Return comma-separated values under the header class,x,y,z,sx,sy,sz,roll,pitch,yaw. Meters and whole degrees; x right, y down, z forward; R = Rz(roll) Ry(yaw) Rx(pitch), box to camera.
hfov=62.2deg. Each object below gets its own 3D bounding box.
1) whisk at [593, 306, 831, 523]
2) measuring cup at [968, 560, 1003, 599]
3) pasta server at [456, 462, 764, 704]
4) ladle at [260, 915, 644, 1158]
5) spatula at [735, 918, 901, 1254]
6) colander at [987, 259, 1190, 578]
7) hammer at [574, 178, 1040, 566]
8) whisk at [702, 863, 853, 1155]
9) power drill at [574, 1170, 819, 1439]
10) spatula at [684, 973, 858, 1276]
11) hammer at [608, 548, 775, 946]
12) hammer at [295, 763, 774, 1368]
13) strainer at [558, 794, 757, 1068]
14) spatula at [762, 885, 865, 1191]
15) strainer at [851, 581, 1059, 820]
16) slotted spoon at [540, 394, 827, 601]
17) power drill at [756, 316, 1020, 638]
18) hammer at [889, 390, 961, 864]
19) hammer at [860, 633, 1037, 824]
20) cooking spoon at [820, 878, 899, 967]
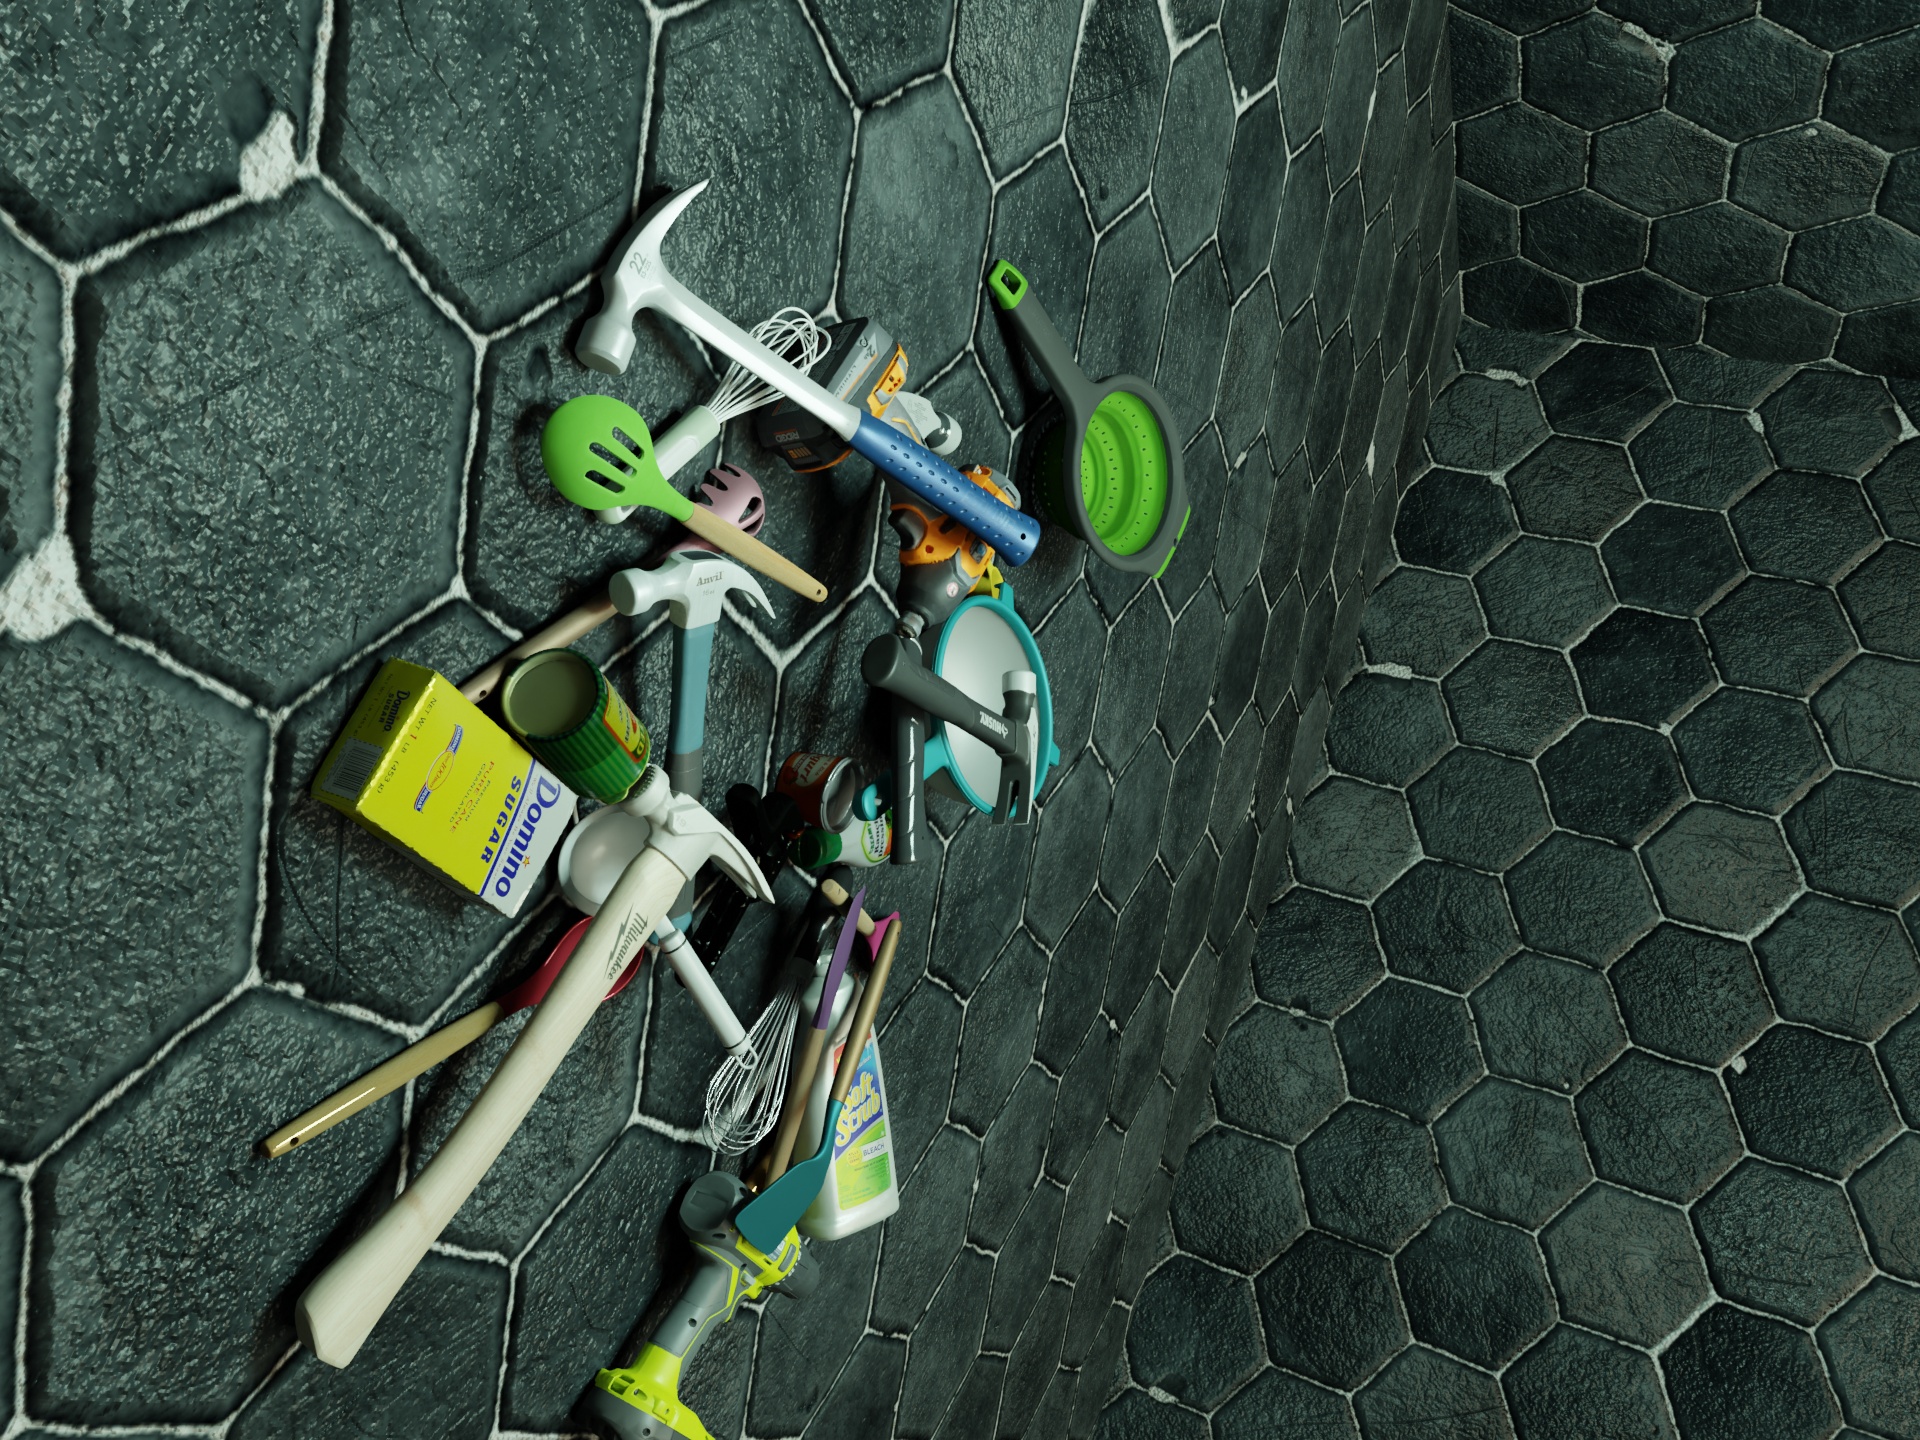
class,x,y,z,sx,sy,sz,roll,pitch,yaw
whisk,-0.173,-0.214,1.113,0.246,0.059,0.057,-51,148,-34
measuring cup,0.011,-0.162,1.568,0.062,0.029,0.156,-78,152,-52
pasta server,-0.230,-0.093,1.085,0.316,0.040,0.060,-44,141,-43
ladle,-0.323,0.204,1.045,0.315,0.031,0.069,-30,122,-55
spatula,-0.113,0.312,1.409,0.082,0.044,0.318,66,35,-48
colander,0.104,-0.307,1.631,0.396,0.094,0.205,50,57,-40
hammer,-0.082,-0.222,1.136,0.405,0.035,0.144,29,74,-40
whisk,-0.155,0.249,1.405,0.070,0.070,0.285,69,37,-52
power drill,-0.213,0.525,1.368,0.229,0.080,0.190,-61,142,-27
spatula,-0.163,0.382,1.494,0.323,0.041,0.080,-51,146,-35
hammer,-0.202,0.030,1.150,0.128,0.033,0.330,-23,133,-45
hammer,-0.277,0.231,1.044,0.146,0.038,0.411,50,62,-36
strainer,-0.214,0.153,1.146,0.087,0.050,0.258,-34,110,-17
spatula,-0.133,0.294,1.409,0.060,0.018,0.316,-43,151,-74
strainer,-0.032,0.015,1.468,0.340,0.095,0.211,-38,116,-53
slotted spoon,-0.174,-0.137,1.095,0.070,0.031,0.313,-60,151,0
power drill,-0.055,-0.182,1.250,0.226,0.084,0.164,47,58,-35
hammer,-0.045,-0.082,1.344,0.149,0.036,0.409,18,69,-62
hammer,-0.002,-0.004,1.342,0.334,0.035,0.146,30,60,-65
cooking spoon,-0.091,0.188,1.480,0.318,0.017,0.069,69,40,-71
